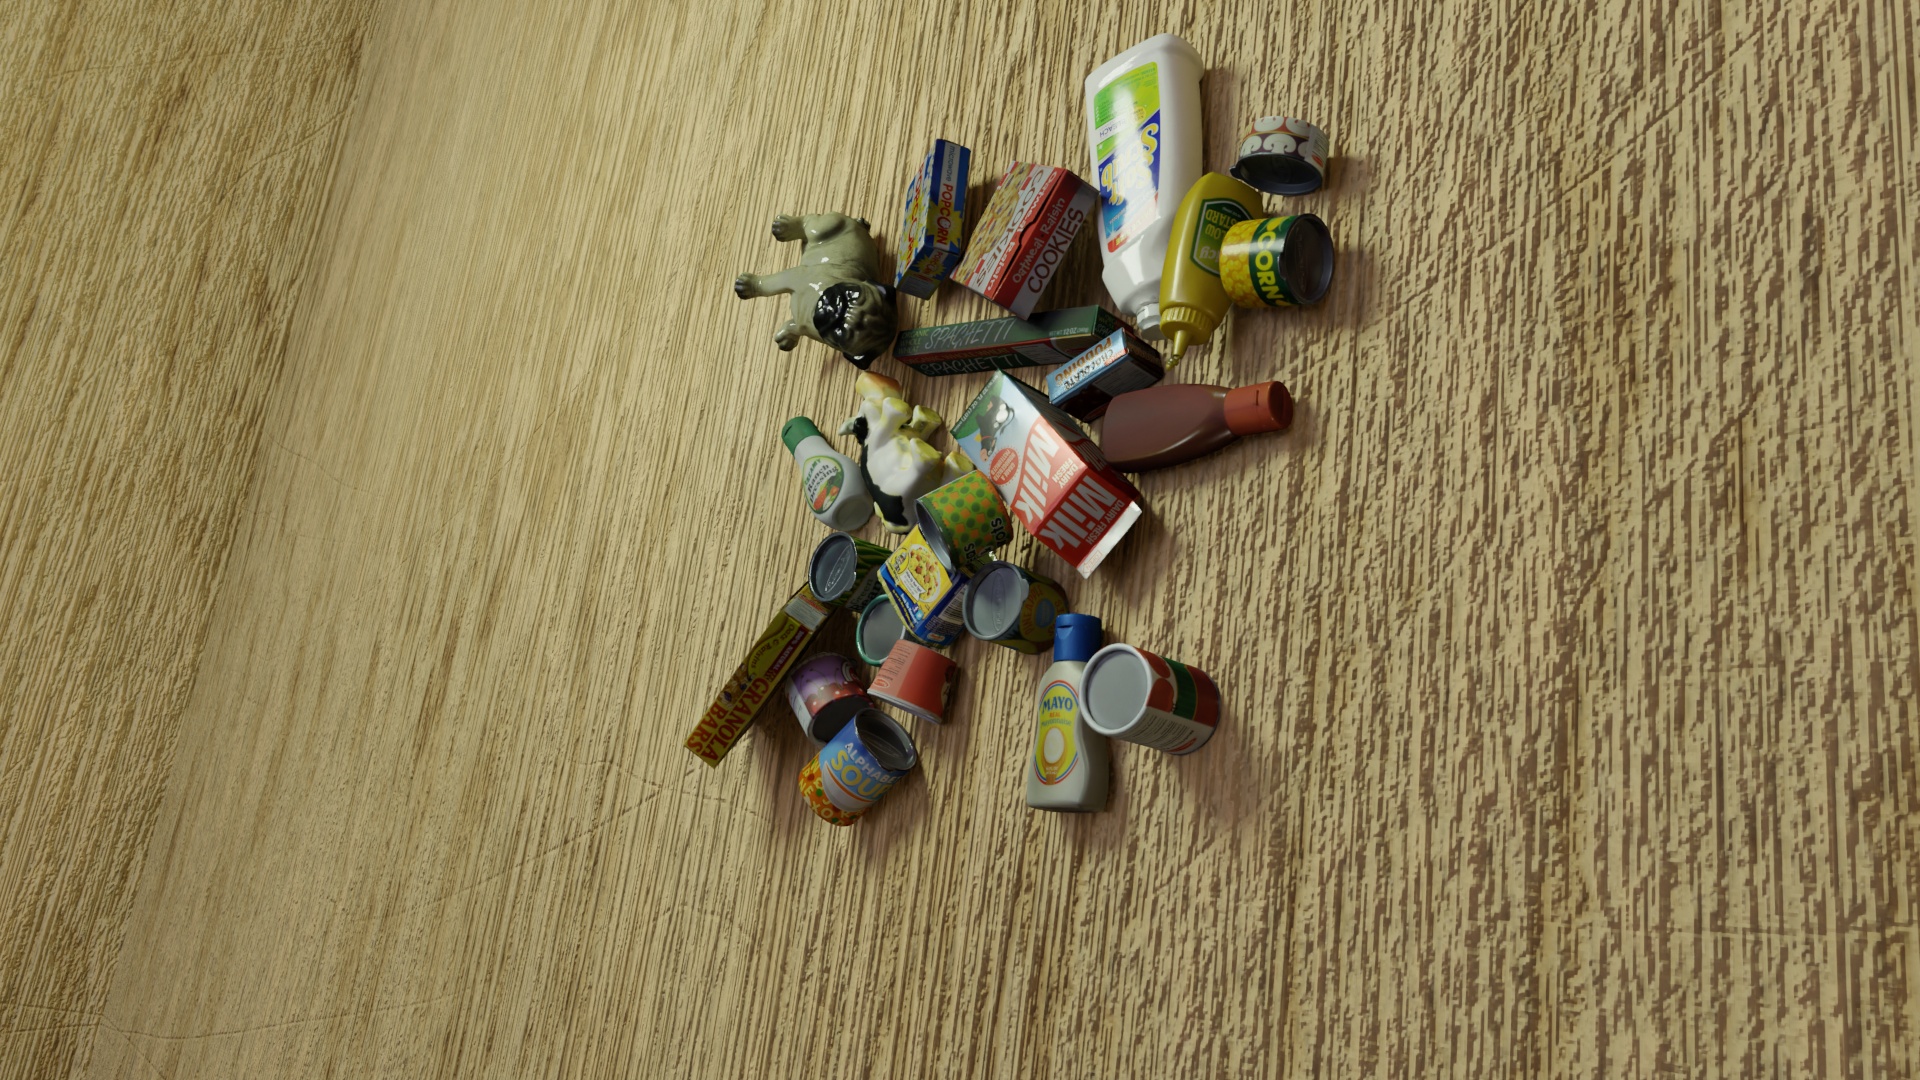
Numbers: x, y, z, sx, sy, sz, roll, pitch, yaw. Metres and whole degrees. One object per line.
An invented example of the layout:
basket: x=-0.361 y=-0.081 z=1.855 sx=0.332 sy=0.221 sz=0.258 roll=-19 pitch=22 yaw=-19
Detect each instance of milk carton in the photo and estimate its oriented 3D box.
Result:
milk carton: x=0.075 y=-0.052 z=1.121 sx=0.072 sy=0.073 sz=0.191 roll=-52 pitch=45 yaw=15

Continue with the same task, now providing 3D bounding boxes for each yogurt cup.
yogurt cup: x=-0.038 y=0.118 z=1.175 sx=0.072 sy=0.072 sz=0.054 roll=11 pitch=74 yaw=47

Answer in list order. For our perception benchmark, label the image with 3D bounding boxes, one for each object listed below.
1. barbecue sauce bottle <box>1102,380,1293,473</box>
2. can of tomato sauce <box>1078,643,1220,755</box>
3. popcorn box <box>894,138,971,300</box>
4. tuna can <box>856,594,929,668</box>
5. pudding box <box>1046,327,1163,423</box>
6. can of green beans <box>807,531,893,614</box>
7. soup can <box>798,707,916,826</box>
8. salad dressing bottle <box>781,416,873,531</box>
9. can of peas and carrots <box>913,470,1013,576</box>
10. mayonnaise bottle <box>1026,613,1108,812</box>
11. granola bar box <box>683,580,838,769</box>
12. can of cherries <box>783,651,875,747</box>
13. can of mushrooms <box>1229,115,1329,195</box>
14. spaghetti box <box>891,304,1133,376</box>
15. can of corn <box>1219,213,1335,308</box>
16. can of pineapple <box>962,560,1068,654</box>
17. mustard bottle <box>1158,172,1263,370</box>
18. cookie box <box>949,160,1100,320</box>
barbecue sauce bottle: x=0.178 y=-0.091 z=1.055 sx=0.148 sy=0.043 sz=0.065 roll=-8 pitch=65 yaw=43
can of tomato sauce: x=0.133 y=0.112 z=0.988 sx=0.071 sy=0.083 sz=0.071 roll=-19 pitch=62 yaw=40
popcorn box: x=-0.026 y=-0.306 z=1.324 sx=0.085 sy=0.038 sz=0.127 roll=137 pitch=143 yaw=-59
tuna can: x=-0.061 y=0.081 z=1.234 sx=0.071 sy=0.033 sz=0.071 roll=-19 pitch=62 yaw=39
pudding box: x=0.116 y=-0.133 z=1.130 sx=0.083 sy=0.049 sz=0.030 roll=-31 pitch=53 yaw=33
can of green beans: x=-0.097 y=0.031 z=1.272 sx=0.071 sy=0.058 sz=0.071 roll=-20 pitch=61 yaw=39
soup can: x=-0.089 y=0.196 z=1.189 sx=0.083 sy=0.071 sz=0.071 roll=-47 pitch=47 yaw=23
salad dressing bottle: x=-0.134 y=-0.068 z=1.362 sx=0.064 sy=0.044 sz=0.148 roll=-54 pitch=44 yaw=17
can of peas and carrots: x=0.004 y=-0.014 z=1.119 sx=0.059 sy=0.070 sz=0.071 roll=-27 pitch=46 yaw=-11
mayonnaise bottle: x=0.085 y=0.131 z=1.059 sx=0.064 sy=0.041 sz=0.148 roll=-12 pitch=66 yaw=44
granola bar box: x=-0.179 y=0.118 z=1.282 sx=0.165 sy=0.039 sz=0.124 roll=-53 pitch=0 yaw=16
can of cherries: x=-0.115 y=0.141 z=1.242 sx=0.071 sy=0.071 sz=0.058 roll=-53 pitch=45 yaw=17
can of mushrooms: x=0.242 y=-0.291 z=1.053 sx=0.071 sy=0.071 sz=0.033 roll=5 pitch=77 yaw=46
spaghetti box: x=0.040 y=-0.174 z=1.224 sx=0.250 sy=0.050 sz=0.029 roll=2 pitch=74 yaw=46
can of corn: x=0.232 y=-0.205 z=1.027 sx=0.058 sy=0.071 sz=0.071 roll=6 pitch=78 yaw=47
can of pineapple: x=0.046 y=0.055 z=1.118 sx=0.071 sy=0.058 sz=0.071 roll=-19 pitch=62 yaw=40
mustard bottle: x=0.185 y=-0.201 z=1.064 sx=0.048 sy=0.065 sz=0.160 roll=141 pitch=148 yaw=-72
cookie box: x=0.051 y=-0.265 z=1.212 sx=0.122 sy=0.040 sz=0.168 roll=-60 pitch=20 yaw=9
